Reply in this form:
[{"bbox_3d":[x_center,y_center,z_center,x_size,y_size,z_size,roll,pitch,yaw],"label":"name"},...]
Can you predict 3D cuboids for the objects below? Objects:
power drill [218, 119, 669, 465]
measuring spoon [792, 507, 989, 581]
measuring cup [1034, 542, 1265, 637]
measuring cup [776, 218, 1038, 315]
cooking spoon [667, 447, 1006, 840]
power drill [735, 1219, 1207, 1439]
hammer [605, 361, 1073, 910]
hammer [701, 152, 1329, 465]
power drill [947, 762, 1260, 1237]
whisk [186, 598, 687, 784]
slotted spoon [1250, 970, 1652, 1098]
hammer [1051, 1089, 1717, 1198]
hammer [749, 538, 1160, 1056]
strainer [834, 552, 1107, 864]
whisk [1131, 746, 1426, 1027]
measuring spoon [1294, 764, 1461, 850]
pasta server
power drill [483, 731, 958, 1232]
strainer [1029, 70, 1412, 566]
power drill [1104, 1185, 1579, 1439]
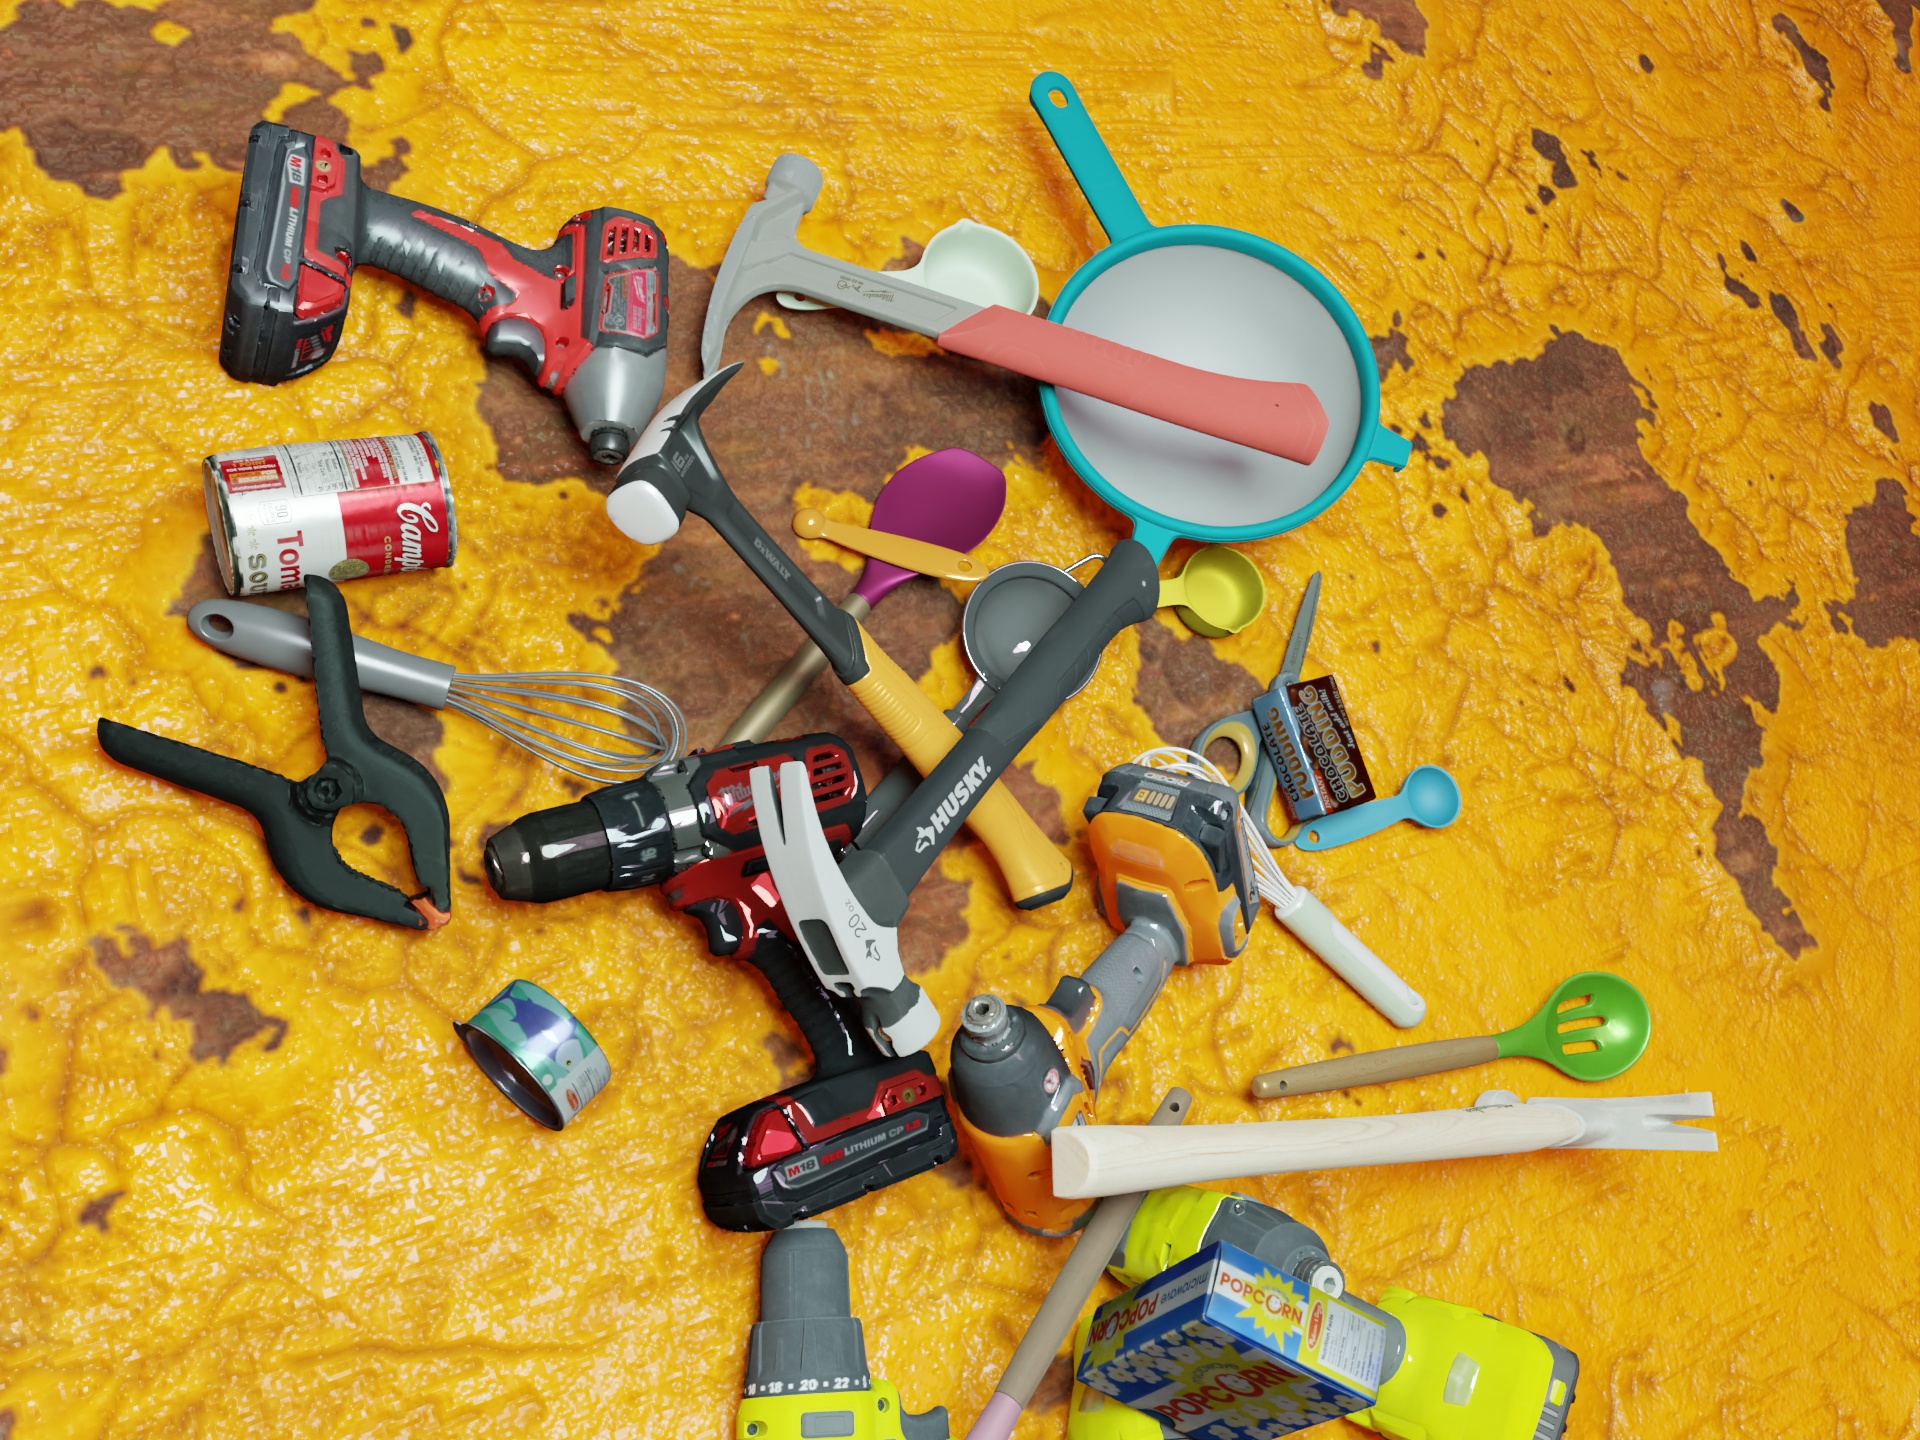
[{"bbox_3d":[-0.259,-0.214,0.826,0.219,0.078,0.143,7,69,-27],"label":"power drill"},{"bbox_3d":[-0.039,-0.101,0.907,0.117,0.011,0.021,16,58,0],"label":"measuring spoon"},{"bbox_3d":[0.115,-0.074,0.993,0.156,0.029,0.062,-8,75,-16],"label":"measuring cup"},{"bbox_3d":[-0.034,-0.259,0.978,0.167,0.038,0.083,-11,76,-19],"label":"measuring cup"},{"bbox_3d":[-0.071,-0.049,0.888,0.069,0.017,0.319,32,59,10],"label":"cooking spoon"},{"bbox_3d":[0.004,0.337,0.753,0.228,0.080,0.191,7,64,-22],"label":"power drill"},{"bbox_3d":[-0.043,-0.025,0.814,0.336,0.034,0.127,50,33,-26],"label":"hammer"},{"bbox_3d":[0.036,-0.210,0.922,0.359,0.036,0.149,18,73,0],"label":"hammer"},{"bbox_3d":[0.071,0.130,0.819,0.226,0.084,0.164,-55,142,-31],"label":"power drill"},{"bbox_3d":[-0.250,-0.019,0.774,0.239,0.055,0.055,16,65,-16],"label":"whisk"},{"bbox_3d":[0.304,0.201,0.972,0.313,0.031,0.070,-2,84,-28],"label":"slotted spoon"},{"bbox_3d":[0.219,0.216,0.819,0.410,0.146,0.038,7,74,-36],"label":"hammer"},{"bbox_3d":[0.018,0.001,0.810,0.335,0.035,0.146,-49,119,-41],"label":"hammer"},{"bbox_3d":[-0.001,-0.003,0.895,0.087,0.050,0.258,44,64,-5],"label":"strainer"},{"bbox_3d":[0.192,0.103,0.950,0.246,0.059,0.058,42,31,-12],"label":"whisk"},{"bbox_3d":[0.264,0.062,1.020,0.128,0.021,0.042,-15,80,-21],"label":"measuring spoon"},{"bbox_3d":[0.037,0.286,0.728,0.060,0.040,0.316,31,51,11],"label":"pasta server"},{"bbox_3d":[-0.112,0.125,0.763,0.188,0.080,0.227,-13,80,-30],"label":"power drill"},{"bbox_3d":[0.120,-0.251,1.012,0.211,0.095,0.340,-23,76,-12],"label":"strainer"},{"bbox_3d":[0.194,0.305,0.804,0.223,0.171,0.080,32,70,-17],"label":"power drill"}]
